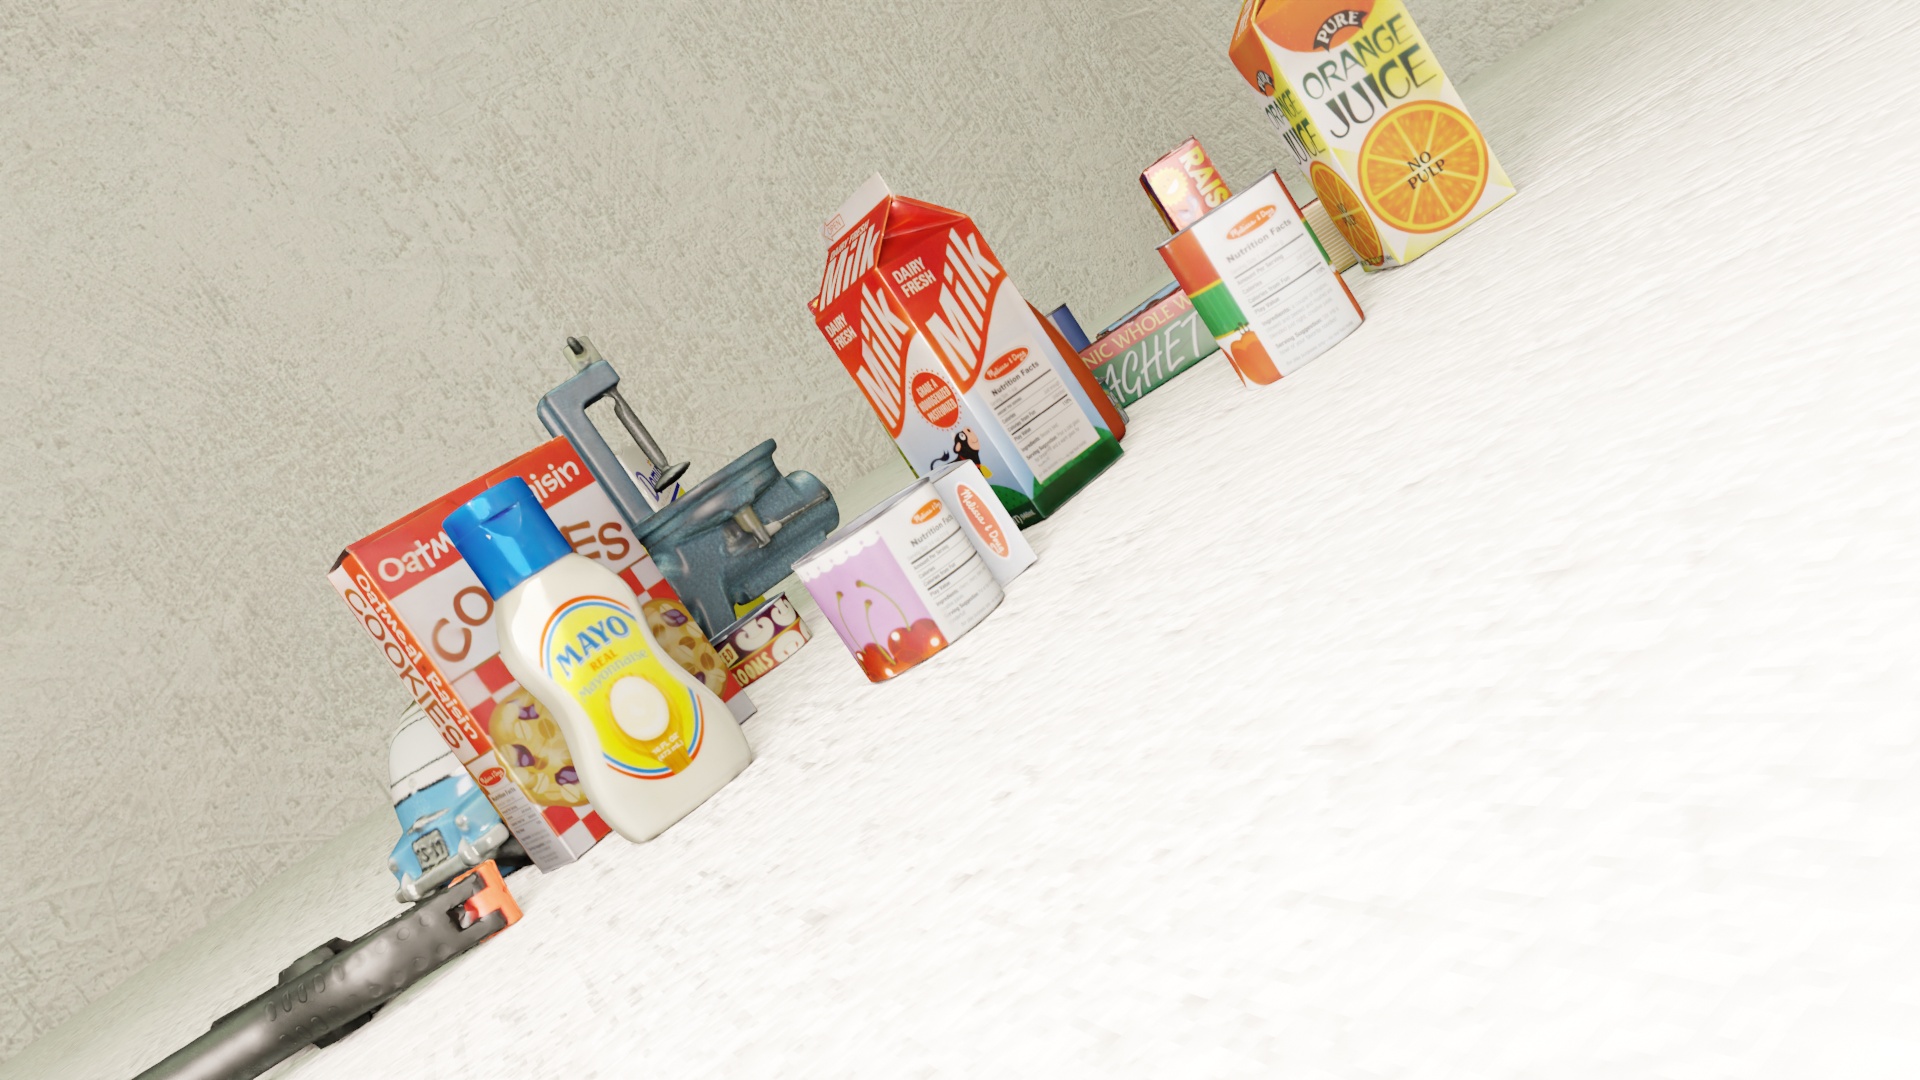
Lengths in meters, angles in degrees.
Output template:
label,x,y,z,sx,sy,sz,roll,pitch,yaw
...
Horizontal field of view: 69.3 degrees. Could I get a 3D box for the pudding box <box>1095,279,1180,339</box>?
label,x,y,z,sx,sy,sz,roll,pitch,yaw
pudding box,0.154,-0.166,1.097,0.084,0.049,0.030,-36,6,-18

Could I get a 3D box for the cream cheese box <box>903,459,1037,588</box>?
label,x,y,z,sx,sy,sz,roll,pitch,yaw
cream cheese box,0.002,-0.008,0.629,0.024,0.053,0.104,-34,6,-6

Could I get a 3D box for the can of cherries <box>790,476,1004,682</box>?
label,x,y,z,sx,sy,sz,roll,pitch,yaw
can of cherries,-0.026,0.017,0.560,0.071,0.058,0.071,-33,6,4

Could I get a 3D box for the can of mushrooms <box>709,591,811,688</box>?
label,x,y,z,sx,sy,sz,roll,pitch,yaw
can of mushrooms,-0.126,0.063,0.838,0.071,0.033,0.071,-33,6,4

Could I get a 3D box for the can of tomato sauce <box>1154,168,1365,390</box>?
label,x,y,z,sx,sy,sz,roll,pitch,yaw
can of tomato sauce,0.142,-0.123,0.662,0.071,0.083,0.071,-33,6,4

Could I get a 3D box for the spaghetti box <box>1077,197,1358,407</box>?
label,x,y,z,sx,sy,sz,roll,pitch,yaw
spaghetti box,0.161,-0.150,0.936,0.249,0.050,0.029,-32,6,19

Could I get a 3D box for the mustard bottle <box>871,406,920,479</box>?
label,x,y,z,sx,sy,sz,roll,pitch,yaw
mustard bottle,-0.031,-0.089,0.934,0.049,0.160,0.065,-35,6,-13

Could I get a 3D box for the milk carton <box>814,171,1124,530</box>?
label,x,y,z,sx,sy,sz,roll,pitch,yaw
milk carton,-0.006,-0.097,0.726,0.074,0.190,0.072,-38,7,-35

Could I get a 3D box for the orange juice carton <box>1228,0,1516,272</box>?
label,x,y,z,sx,sy,sz,roll,pitch,yaw
orange juice carton,0.210,-0.246,0.753,0.073,0.192,0.072,-33,6,5

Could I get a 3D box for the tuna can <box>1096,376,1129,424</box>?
label,x,y,z,sx,sy,sz,roll,pitch,yaw
tuna can,0.072,-0.073,0.871,0.071,0.033,0.071,-33,6,4

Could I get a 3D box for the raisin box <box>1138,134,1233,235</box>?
label,x,y,z,sx,sy,sz,roll,pitch,yaw
raisin box,0.156,-0.178,0.835,0.040,0.123,0.086,-33,6,12

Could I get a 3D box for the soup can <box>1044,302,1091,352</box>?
label,x,y,z,sx,sy,sz,roll,pitch,yaw
soup can,0.073,-0.123,1.027,0.071,0.083,0.071,-33,6,4

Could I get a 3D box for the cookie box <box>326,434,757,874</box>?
label,x,y,z,sx,sy,sz,roll,pitch,yaw
cookie box,-0.190,0.049,0.650,0.040,0.167,0.123,-28,8,45

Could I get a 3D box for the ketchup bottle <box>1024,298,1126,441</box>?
label,x,y,z,sx,sy,sz,roll,pitch,yaw
ketchup bottle,0.032,-0.107,0.805,0.064,0.148,0.044,-30,7,37

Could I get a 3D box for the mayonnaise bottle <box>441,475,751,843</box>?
label,x,y,z,sx,sy,sz,roll,pitch,yaw
mayonnaise bottle,-0.148,0.045,0.553,0.065,0.148,0.041,-36,6,-25
